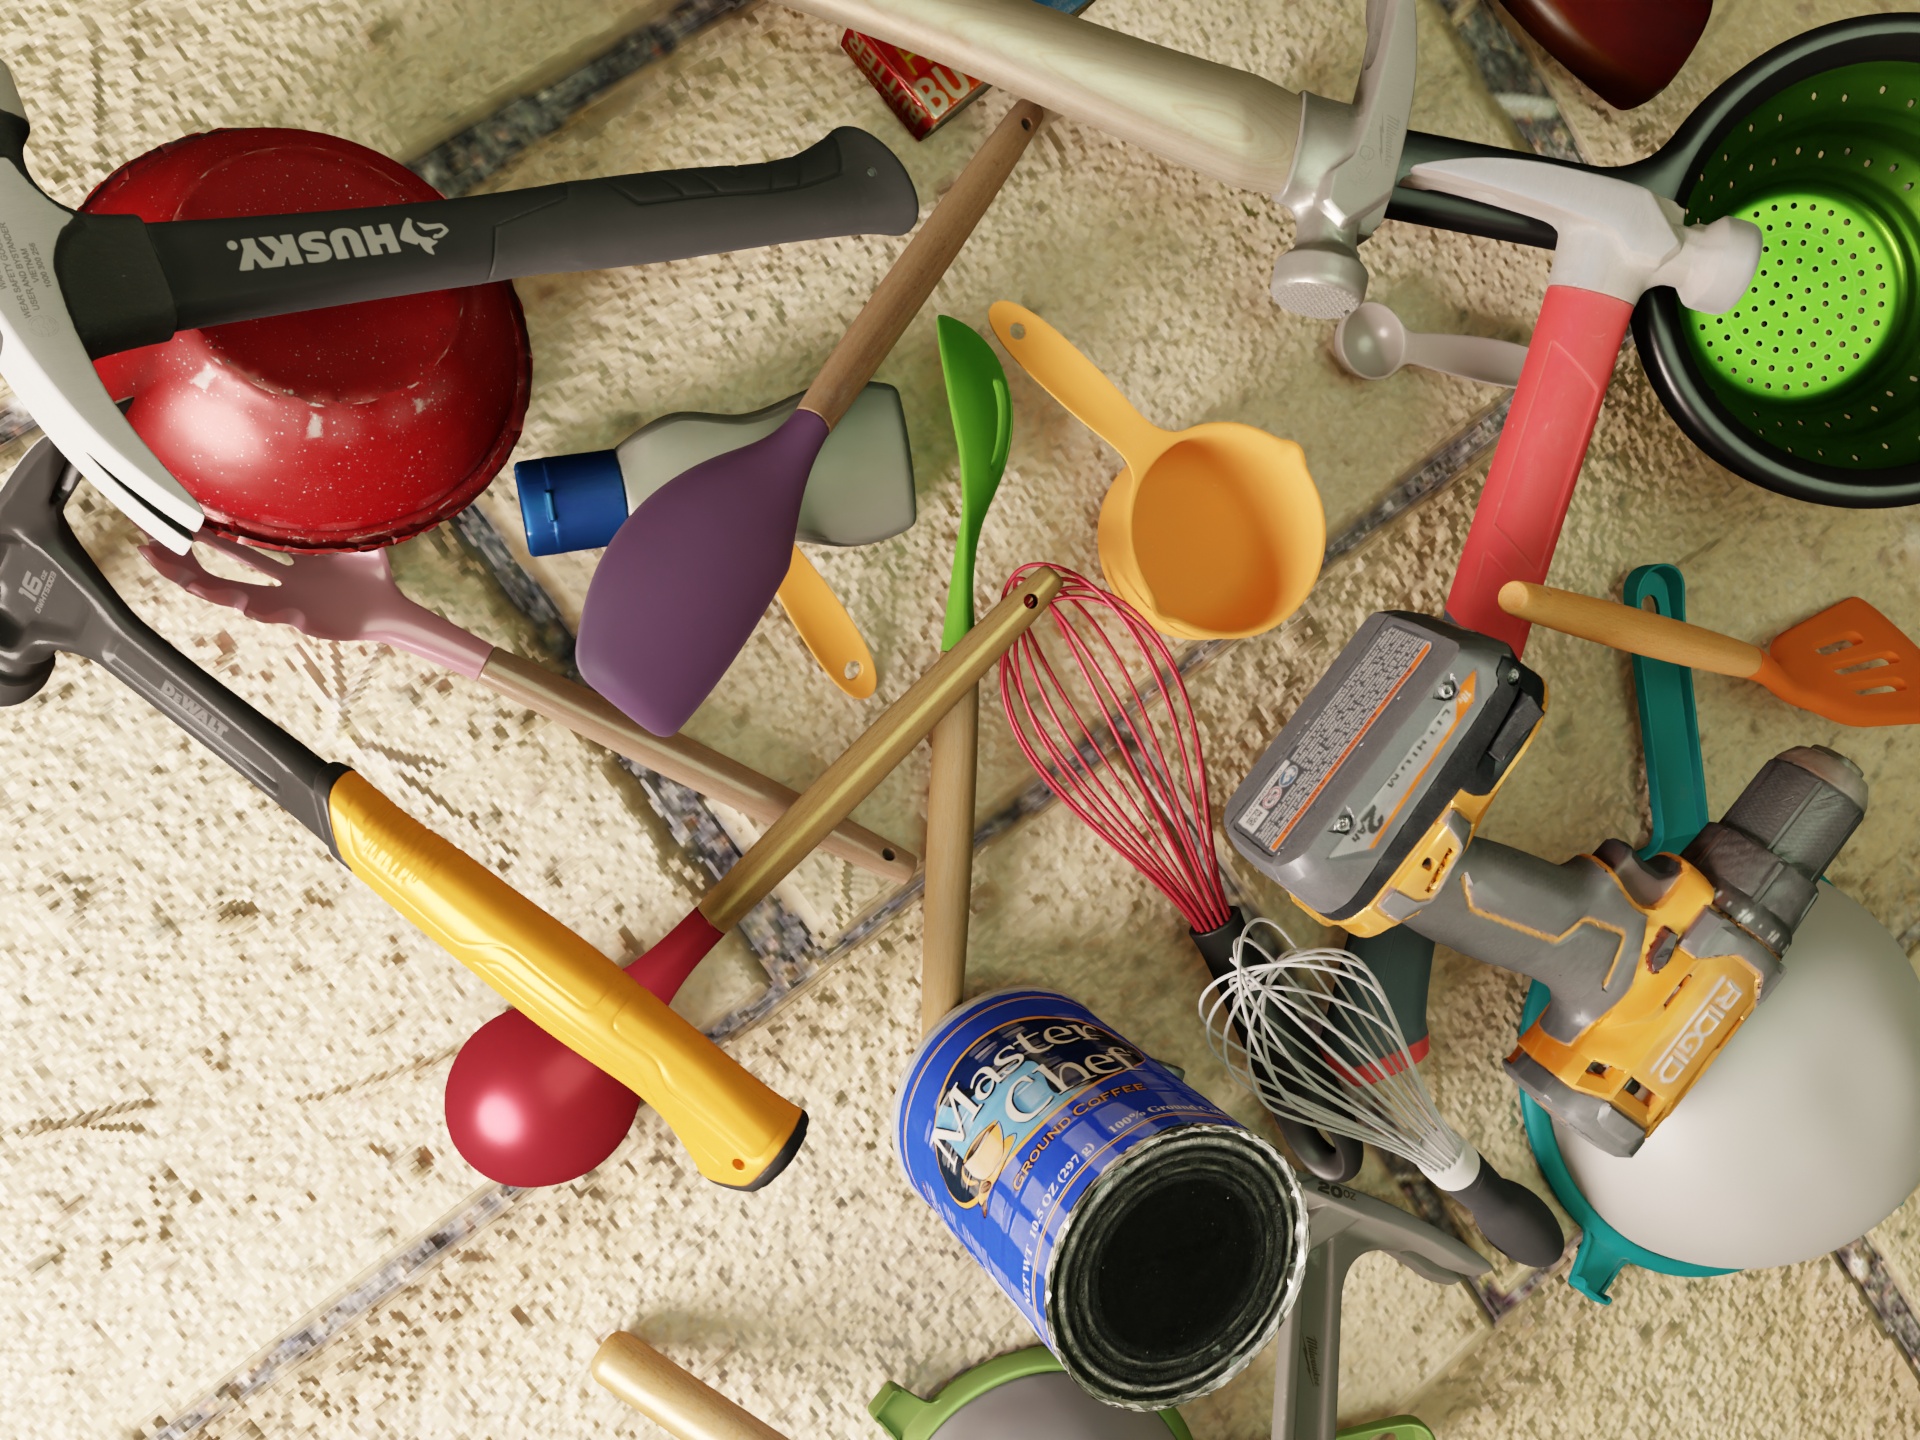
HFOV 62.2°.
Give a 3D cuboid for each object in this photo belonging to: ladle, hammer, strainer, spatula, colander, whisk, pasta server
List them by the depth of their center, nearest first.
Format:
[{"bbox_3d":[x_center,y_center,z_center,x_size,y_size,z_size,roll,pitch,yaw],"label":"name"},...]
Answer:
[{"bbox_3d":[-0.184,0.043,0.537,0.337,0.034,0.127,40,122,-7],"label":"hammer"},{"bbox_3d":[-0.148,-0.159,0.538,0.334,0.035,0.146,-22,89,-37],"label":"hammer"},{"bbox_3d":[-0.035,0.303,0.587,0.245,0.051,0.047,29,98,11],"label":"whisk"},{"bbox_3d":[0.130,0.347,0.588,0.149,0.036,0.359,24,52,-14],"label":"hammer"},{"bbox_3d":[-0.044,-0.131,0.594,0.059,0.018,0.316,43,63,-24],"label":"spatula"},{"bbox_3d":[-0.074,0.057,0.596,0.069,0.031,0.315,45,88,-9],"label":"ladle"},{"bbox_3d":[-0.152,-0.011,0.597,0.316,0.040,0.060,28,67,-16],"label":"pasta server"},{"bbox_3d":[-0.017,-0.283,0.609,0.410,0.038,0.146,14,84,-13],"label":"hammer"},{"bbox_3d":[0.184,0.167,0.647,0.284,0.070,0.070,43,78,-35],"label":"whisk"},{"bbox_3d":[0.091,0.332,0.650,0.256,0.069,0.151,-6,92,-15],"label":"strainer"},{"bbox_3d":[0.095,0.066,0.654,0.073,0.073,0.295,-31,100,-14],"label":"whisk"},{"bbox_3d":[0.203,-0.035,0.670,0.143,0.038,0.386,16,96,3],"label":"hammer"},{"bbox_3d":[0.330,-0.035,0.677,0.322,0.041,0.081,7,44,-39],"label":"spatula"},{"bbox_3d":[0.311,-0.213,0.713,0.397,0.094,0.204,12,96,2],"label":"colander"},{"bbox_3d":[0.358,0.096,0.714,0.211,0.095,0.340,-11,94,-16],"label":"strainer"}]

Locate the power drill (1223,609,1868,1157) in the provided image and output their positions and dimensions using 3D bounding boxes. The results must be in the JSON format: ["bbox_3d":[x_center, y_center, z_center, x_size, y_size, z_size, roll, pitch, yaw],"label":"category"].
[{"bbox_3d":[0.239,0.046,0.621,0.226,0.084,0.185,36,94,-19],"label":"power drill"}]

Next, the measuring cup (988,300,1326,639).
[{"bbox_3d":[0.070,-0.104,0.654,0.173,0.052,0.095,42,79,-10],"label":"measuring cup"}]

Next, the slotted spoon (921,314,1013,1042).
[{"bbox_3d":[-0.001,-0.002,0.636,0.031,0.070,0.314,4,95,7],"label":"slotted spoon"}]

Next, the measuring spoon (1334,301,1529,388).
[{"bbox_3d":[0.219,-0.163,0.719,0.124,0.018,0.034,3,89,-23],"label":"measuring spoon"}]

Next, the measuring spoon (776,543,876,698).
[{"bbox_3d":[-0.062,-0.050,0.613,0.021,0.011,0.116,-43,130,-14],"label":"measuring spoon"}]
